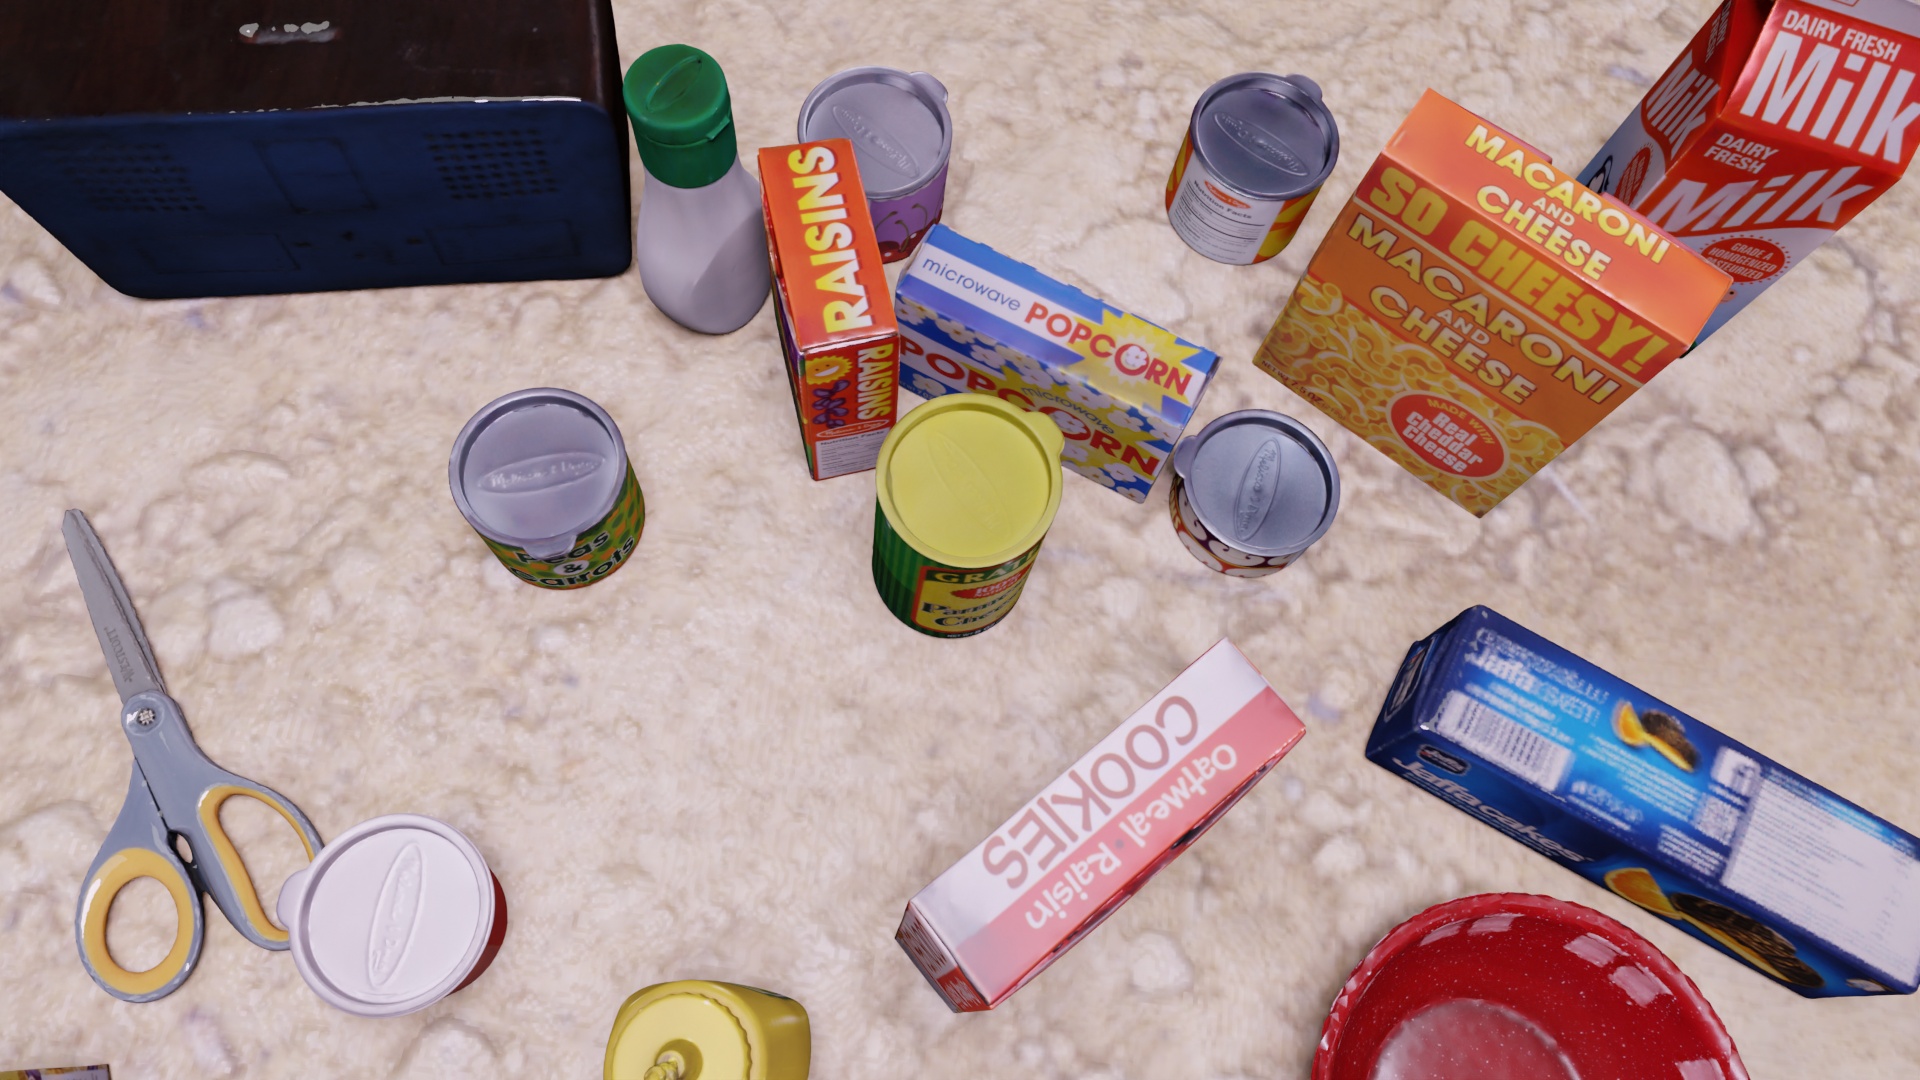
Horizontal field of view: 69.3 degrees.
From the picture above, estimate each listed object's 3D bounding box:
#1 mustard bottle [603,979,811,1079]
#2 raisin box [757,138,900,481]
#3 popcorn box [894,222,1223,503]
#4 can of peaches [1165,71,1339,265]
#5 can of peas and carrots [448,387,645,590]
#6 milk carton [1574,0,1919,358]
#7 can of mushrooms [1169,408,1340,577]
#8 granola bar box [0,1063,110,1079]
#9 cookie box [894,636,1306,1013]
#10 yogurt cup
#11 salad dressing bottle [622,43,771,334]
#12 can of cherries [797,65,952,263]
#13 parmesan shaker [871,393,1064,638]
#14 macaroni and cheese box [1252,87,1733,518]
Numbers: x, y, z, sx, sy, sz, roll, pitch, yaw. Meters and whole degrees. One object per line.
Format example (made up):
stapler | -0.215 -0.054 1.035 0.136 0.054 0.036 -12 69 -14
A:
mustard bottle | -0.081 0.164 0.439 0.065 0.159 0.049 5 71 -3
raisin box | -0.052 -0.087 0.551 0.040 0.123 0.086 -11 72 -8
popcorn box | 0.034 -0.071 0.572 0.127 0.085 0.038 26 71 5
can of peaches | 0.132 -0.169 0.629 0.071 0.058 0.071 1 71 -4
can of peas and carrots | -0.161 -0.017 0.552 0.071 0.058 0.071 1 71 -4
milk carton | 0.319 -0.157 0.570 0.072 0.190 0.074 19 71 2
can of mushrooms | 0.121 -0.020 0.589 0.071 0.033 0.071 1 70 -4
granola bar box | -0.366 0.215 0.418 0.166 0.123 0.039 -23 74 -12
cookie box | 0.039 0.104 0.467 0.123 0.167 0.040 -38 78 -15
yogurt cup | -0.196 0.135 0.497 0.072 0.053 0.072 1 71 -4
salad dressing bottle | -0.104 -0.135 0.551 0.044 0.147 0.064 35 72 8
can of cherries | -0.036 -0.166 0.615 0.071 0.058 0.071 1 71 -4
parmesan shaker | 0.002 -0.007 0.537 0.071 0.102 0.071 1 71 -4
macaroni and cheese box | 0.196 -0.085 0.547 0.124 0.166 0.040 36 72 8
